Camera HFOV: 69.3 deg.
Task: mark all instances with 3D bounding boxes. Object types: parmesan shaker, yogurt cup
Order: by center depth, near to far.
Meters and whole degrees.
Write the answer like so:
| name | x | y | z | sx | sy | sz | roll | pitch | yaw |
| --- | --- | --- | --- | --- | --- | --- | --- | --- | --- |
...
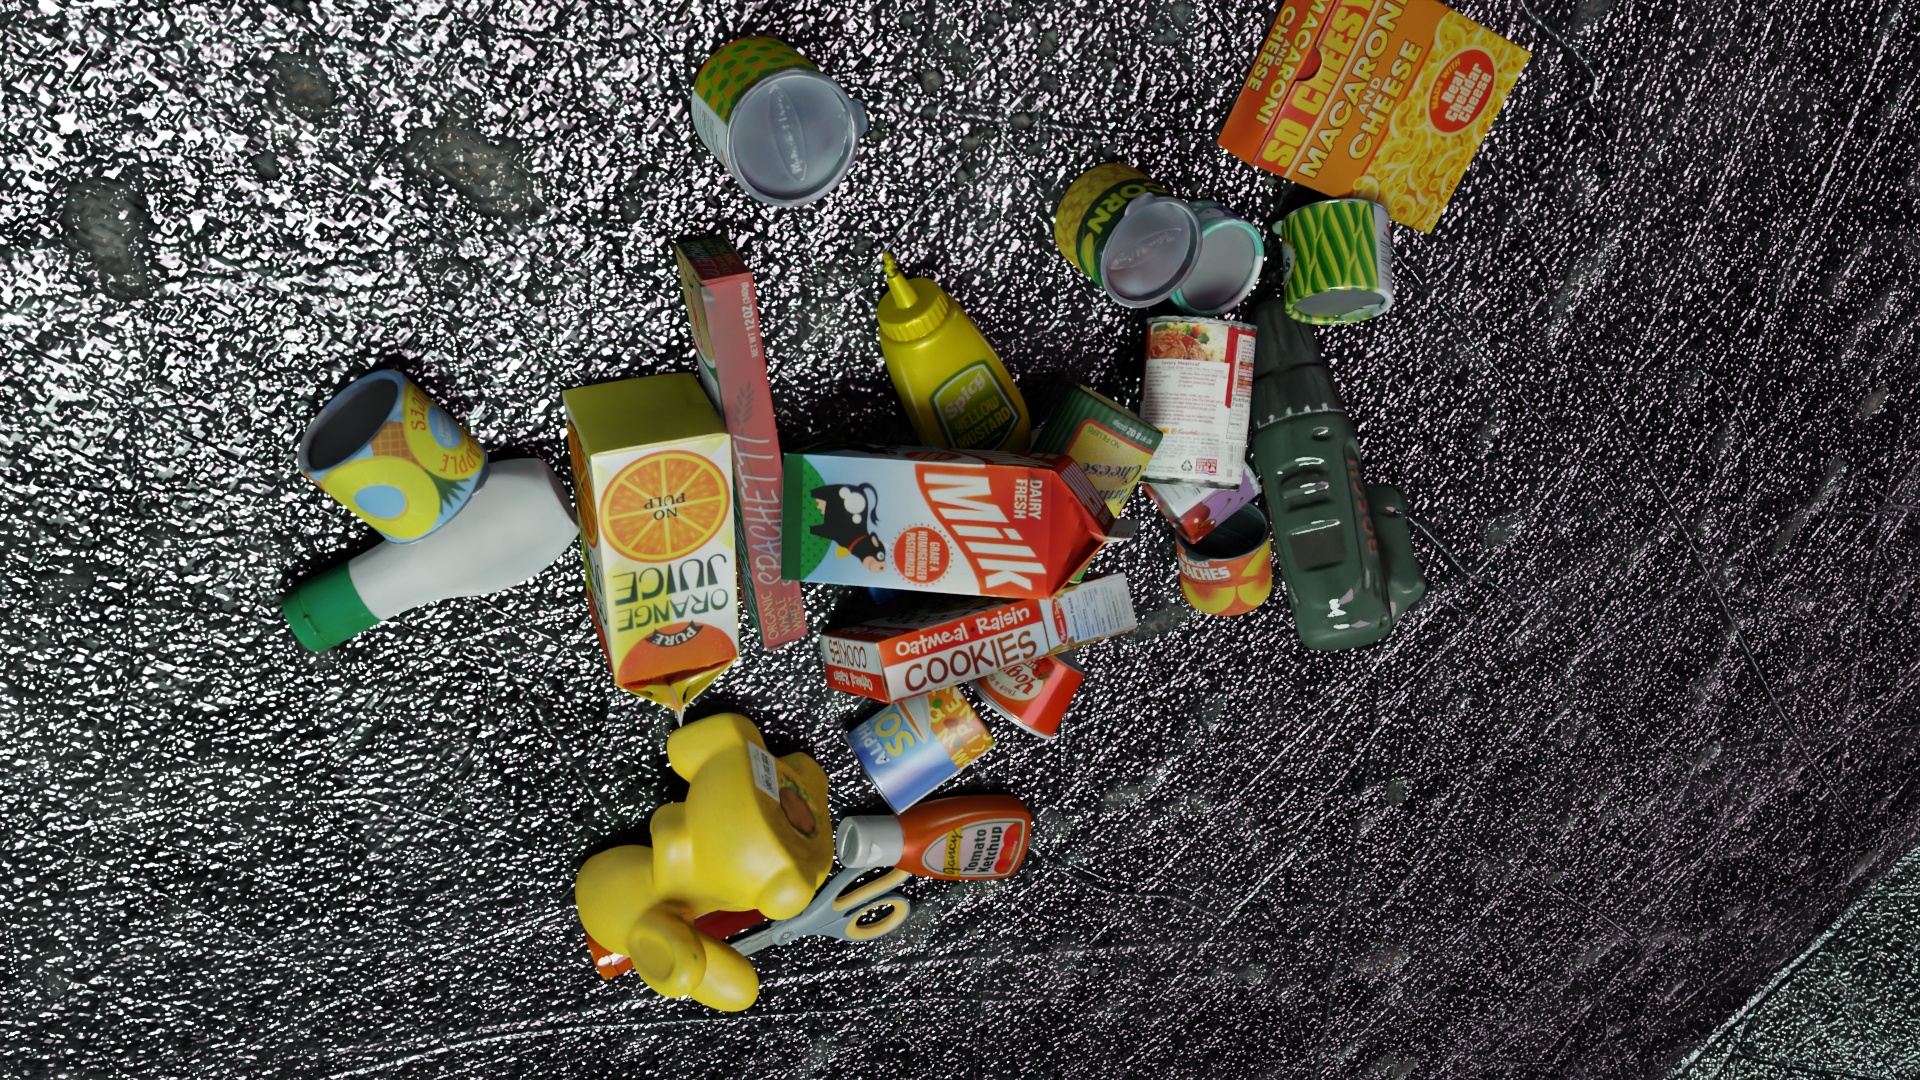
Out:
| name | x | y | z | sx | sy | sz | roll | pitch | yaw |
| --- | --- | --- | --- | --- | --- | --- | --- | --- | --- |
| parmesan shaker | 0.066 | -0.036 | 0.828 | 0.071 | 0.071 | 0.103 | 20 | 104 | -39 |
| yogurt cup | 0.051 | 0.099 | 0.973 | 0.072 | 0.072 | 0.054 | 30 | 97 | -42 |

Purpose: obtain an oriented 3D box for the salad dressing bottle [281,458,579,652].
| name | x | y | z | sx | sy | sz | roll | pitch | yaw |
| --- | --- | --- | --- | --- | --- | --- | --- | --- | --- |
| salad dressing bottle | -0.275 | 0.009 | 0.724 | 0.148 | 0.044 | 0.064 | -27 | 110 | -6 |

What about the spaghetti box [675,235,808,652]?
| name | x | y | z | sx | sy | sz | roll | pitch | yaw |
| --- | --- | --- | --- | --- | --- | --- | --- | --- | --- |
| spaghetti box | -0.119 | -0.046 | 0.773 | 0.029 | 0.050 | 0.248 | -17 | 130 | -17 |

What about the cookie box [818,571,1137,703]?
| name | x | y | z | sx | sy | sz | roll | pitch | yaw |
| --- | --- | --- | --- | --- | --- | --- | --- | --- | --- |
| cookie box | 0.008 | 0.059 | 0.877 | 0.168 | 0.123 | 0.040 | -15 | 93 | -21 |

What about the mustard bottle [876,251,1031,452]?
| name | x | y | z | sx | sy | sz | roll | pitch | yaw |
| --- | --- | --- | --- | --- | --- | --- | --- | --- | --- |
| mustard bottle | -0.011 | -0.101 | 0.796 | 0.065 | 0.049 | 0.159 | -37 | 134 | -5 |

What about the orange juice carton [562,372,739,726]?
| name | x | y | z | sx | sy | sz | roll | pitch | yaw |
| --- | --- | --- | --- | --- | --- | --- | --- | --- | --- |
| orange juice carton | -0.169 | 0.010 | 0.770 | 0.073 | 0.072 | 0.191 | -12 | 128 | -22 |

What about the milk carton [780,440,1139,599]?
| name | x | y | z | sx | sy | sz | roll | pitch | yaw |
| --- | --- | --- | --- | --- | --- | --- | --- | --- | --- |
| milk carton | 0.002 | -0.012 | 0.771 | 0.191 | 0.072 | 0.073 | 4 | 100 | 10 |

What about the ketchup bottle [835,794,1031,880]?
| name | x | y | z | sx | sy | sz | roll | pitch | yaw |
| --- | --- | --- | --- | --- | --- | --- | --- | --- | --- |
| ketchup bottle | -0.020 | 0.222 | 1.036 | 0.149 | 0.043 | 0.064 | 6 | 108 | -33 |

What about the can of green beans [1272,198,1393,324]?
| name | x | y | z | sx | sy | sz | roll | pitch | yaw |
| --- | --- | --- | --- | --- | --- | --- | --- | --- | --- |
| can of green beans | 0.234 | -0.172 | 0.863 | 0.071 | 0.071 | 0.058 | 9 | 76 | -35 |

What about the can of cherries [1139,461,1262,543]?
| name | x | y | z | sx | sy | sz | roll | pitch | yaw |
| --- | --- | --- | --- | --- | --- | --- | --- | --- | --- |
| can of cherries | 0.159 | -0.039 | 0.933 | 0.058 | 0.072 | 0.071 | -39 | 134 | 1 |

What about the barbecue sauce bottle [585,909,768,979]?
| name | x | y | z | sx | sy | sz | roll | pitch | yaw |
| --- | --- | --- | --- | --- | --- | --- | --- | --- | --- |
| barbecue sauce bottle | -0.183 | 0.255 | 0.964 | 0.149 | 0.044 | 0.064 | -24 | 132 | -13 |

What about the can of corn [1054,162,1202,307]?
| name | x | y | z | sx | sy | sz | roll | pitch | yaw |
| --- | --- | --- | --- | --- | --- | --- | --- | --- | --- |
| can of corn | 0.095 | -0.178 | 0.795 | 0.071 | 0.058 | 0.070 | -16 | 130 | -20 |

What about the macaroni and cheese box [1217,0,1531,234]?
| name | x | y | z | sx | sy | sz | roll | pitch | yaw |
| --- | --- | --- | --- | --- | --- | --- | --- | --- | --- |
| macaroni and cheese box | 0.250 | -0.266 | 0.835 | 0.167 | 0.040 | 0.123 | 8 | 118 | -35 |

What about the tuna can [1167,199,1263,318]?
| name | x | y | z | sx | sy | sz | roll | pitch | yaw |
| --- | --- | --- | --- | --- | --- | --- | --- | --- | --- |
| tuna can | 0.149 | -0.173 | 0.849 | 0.071 | 0.033 | 0.070 | -16 | 130 | -20 |

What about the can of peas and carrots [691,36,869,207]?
| name | x | y | z | sx | sy | sz | roll | pitch | yaw |
| --- | --- | --- | --- | --- | --- | --- | --- | --- | --- |
| can of peas and carrots | -0.088 | -0.203 | 0.668 | 0.071 | 0.059 | 0.070 | -16 | 130 | -21 |

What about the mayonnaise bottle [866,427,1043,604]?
| name | x | y | z | sx | sy | sz | roll | pitch | yaw |
| --- | --- | --- | --- | --- | --- | --- | --- | --- | --- |
| mayonnaise bottle | 0.003 | -0.011 | 0.879 | 0.148 | 0.041 | 0.064 | -30 | 129 | -7 |

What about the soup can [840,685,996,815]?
| name | x | y | z | sx | sy | sz | roll | pitch | yaw |
| --- | --- | --- | --- | --- | --- | --- | --- | --- | --- |
| soup can | -0.028 | 0.135 | 0.952 | 0.084 | 0.071 | 0.071 | -35 | 134 | -4 |

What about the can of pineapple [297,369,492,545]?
| name | x | y | z | sx | sy | sz | roll | pitch | yaw |
| --- | --- | --- | --- | --- | --- | --- | --- | --- | --- |
| can of pineapple | -0.273 | -0.041 | 0.673 | 0.071 | 0.071 | 0.057 | -38 | 133 | 0 |

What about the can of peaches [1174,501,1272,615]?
| name | x | y | z | sx | sy | sz | roll | pitch | yaw |
| --- | --- | --- | --- | --- | --- | --- | --- | --- | --- |
| can of peaches | 0.186 | 0.013 | 0.986 | 0.071 | 0.071 | 0.057 | -25 | 133 | -13 |
